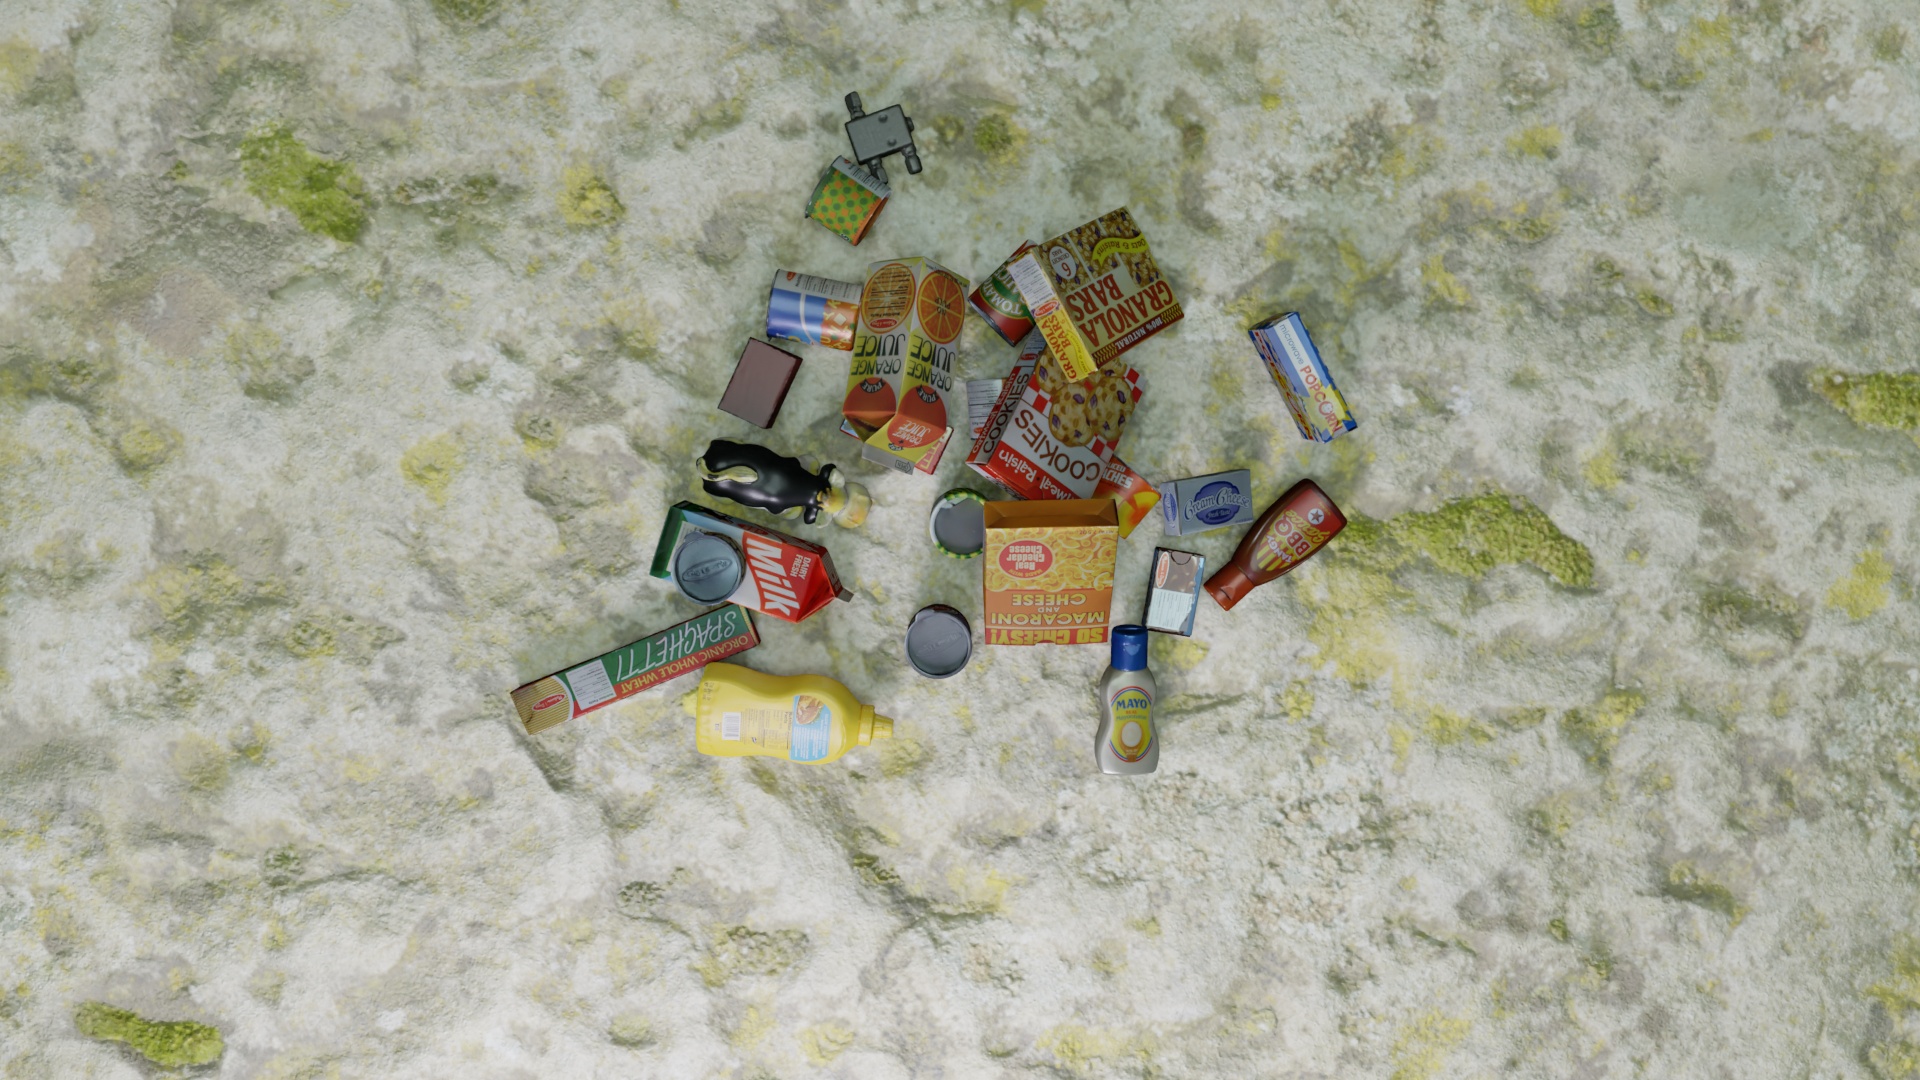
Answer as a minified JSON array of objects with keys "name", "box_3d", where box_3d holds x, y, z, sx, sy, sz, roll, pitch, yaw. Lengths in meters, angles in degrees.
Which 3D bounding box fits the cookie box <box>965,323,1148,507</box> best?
[{"name":"cookie box","box_3d":[0.093,-0.113,1.315,0.123,0.040,0.168,34,77,-31]}]

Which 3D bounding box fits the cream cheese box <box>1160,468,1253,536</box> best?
[{"name":"cream cheese box","box_3d":[0.242,-0.038,1.353,0.104,0.024,0.053,-10,97,-34]}]

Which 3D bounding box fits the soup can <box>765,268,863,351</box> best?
[{"name":"soup can","box_3d":[-0.140,-0.218,1.337,0.084,0.071,0.071,11,96,-2]}]

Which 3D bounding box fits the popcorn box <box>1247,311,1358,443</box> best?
[{"name":"popcorn box","box_3d":[0.328,-0.158,1.338,0.038,0.085,0.126,-29,96,4]}]

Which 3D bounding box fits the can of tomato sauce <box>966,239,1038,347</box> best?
[{"name":"can of tomato sauce","box_3d":[0.057,-0.238,1.334,0.083,0.071,0.071,-44,95,3]}]

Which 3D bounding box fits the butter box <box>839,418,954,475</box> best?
[{"name":"butter box","box_3d":[-0.062,-0.110,1.368,0.103,0.024,0.053,27,94,-3]}]

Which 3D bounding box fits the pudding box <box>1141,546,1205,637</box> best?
[{"name":"pudding box","box_3d":[0.212,0.051,1.384,0.050,0.030,0.083,9,95,0]}]

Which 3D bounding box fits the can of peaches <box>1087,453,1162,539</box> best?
[{"name":"can of peaches","box_3d":[0.153,-0.044,1.355,0.071,0.071,0.058,40,95,-4]}]

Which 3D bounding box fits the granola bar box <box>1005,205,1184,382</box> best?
[{"name":"granola bar box","box_3d":[0.130,-0.233,1.298,0.039,0.166,0.124,-24,97,45]}]

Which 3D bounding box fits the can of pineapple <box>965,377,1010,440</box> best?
[{"name":"can of pineapple","box_3d":[0.041,-0.129,1.348,0.071,0.071,0.057,-5,96,0]}]

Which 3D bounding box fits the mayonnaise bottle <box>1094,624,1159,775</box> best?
[{"name":"mayonnaise bottle","box_3d":[0.166,0.158,1.379,0.065,0.041,0.147,-2,104,-4]}]

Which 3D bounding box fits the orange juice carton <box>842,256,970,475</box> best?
[{"name":"orange juice carton","box_3d":[-0.054,-0.162,1.307,0.073,0.072,0.193,3,81,40]}]

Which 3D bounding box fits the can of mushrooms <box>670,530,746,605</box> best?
[{"name":"can of mushrooms","box_3d":[-0.236,0.023,1.302,0.071,0.033,0.071,0,96,1]}]

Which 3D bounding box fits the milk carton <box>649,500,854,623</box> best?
[{"name":"milk carton","box_3d":[-0.196,0.026,1.356,0.191,0.072,0.073,19,95,-1]}]

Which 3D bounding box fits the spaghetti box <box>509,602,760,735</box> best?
[{"name":"spaghetti box","box_3d":[-0.322,0.126,1.385,0.250,0.029,0.050,-22,95,1]}]

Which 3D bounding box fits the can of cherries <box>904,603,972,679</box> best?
[{"name":"can of cherries","box_3d":[-0.022,0.096,1.372,0.071,0.058,0.071,0,96,0]}]

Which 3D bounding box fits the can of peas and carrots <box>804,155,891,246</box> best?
[{"name":"can of peas and carrots","box_3d":[-0.108,-0.322,1.327,0.059,0.071,0.071,32,95,-4]}]

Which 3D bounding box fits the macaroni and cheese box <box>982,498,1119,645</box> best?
[{"name":"macaroni and cheese box","box_3d":[0.083,0.034,1.329,0.124,0.040,0.165,-1,135,0]}]

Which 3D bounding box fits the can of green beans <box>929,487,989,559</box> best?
[{"name":"can of green beans","box_3d":[0.003,-0.017,1.361,0.071,0.058,0.071,0,96,-1]}]

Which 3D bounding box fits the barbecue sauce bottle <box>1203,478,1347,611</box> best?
[{"name":"barbecue sauce bottle","box_3d":[0.307,0.008,1.375,0.148,0.044,0.065,-42,97,4]}]
